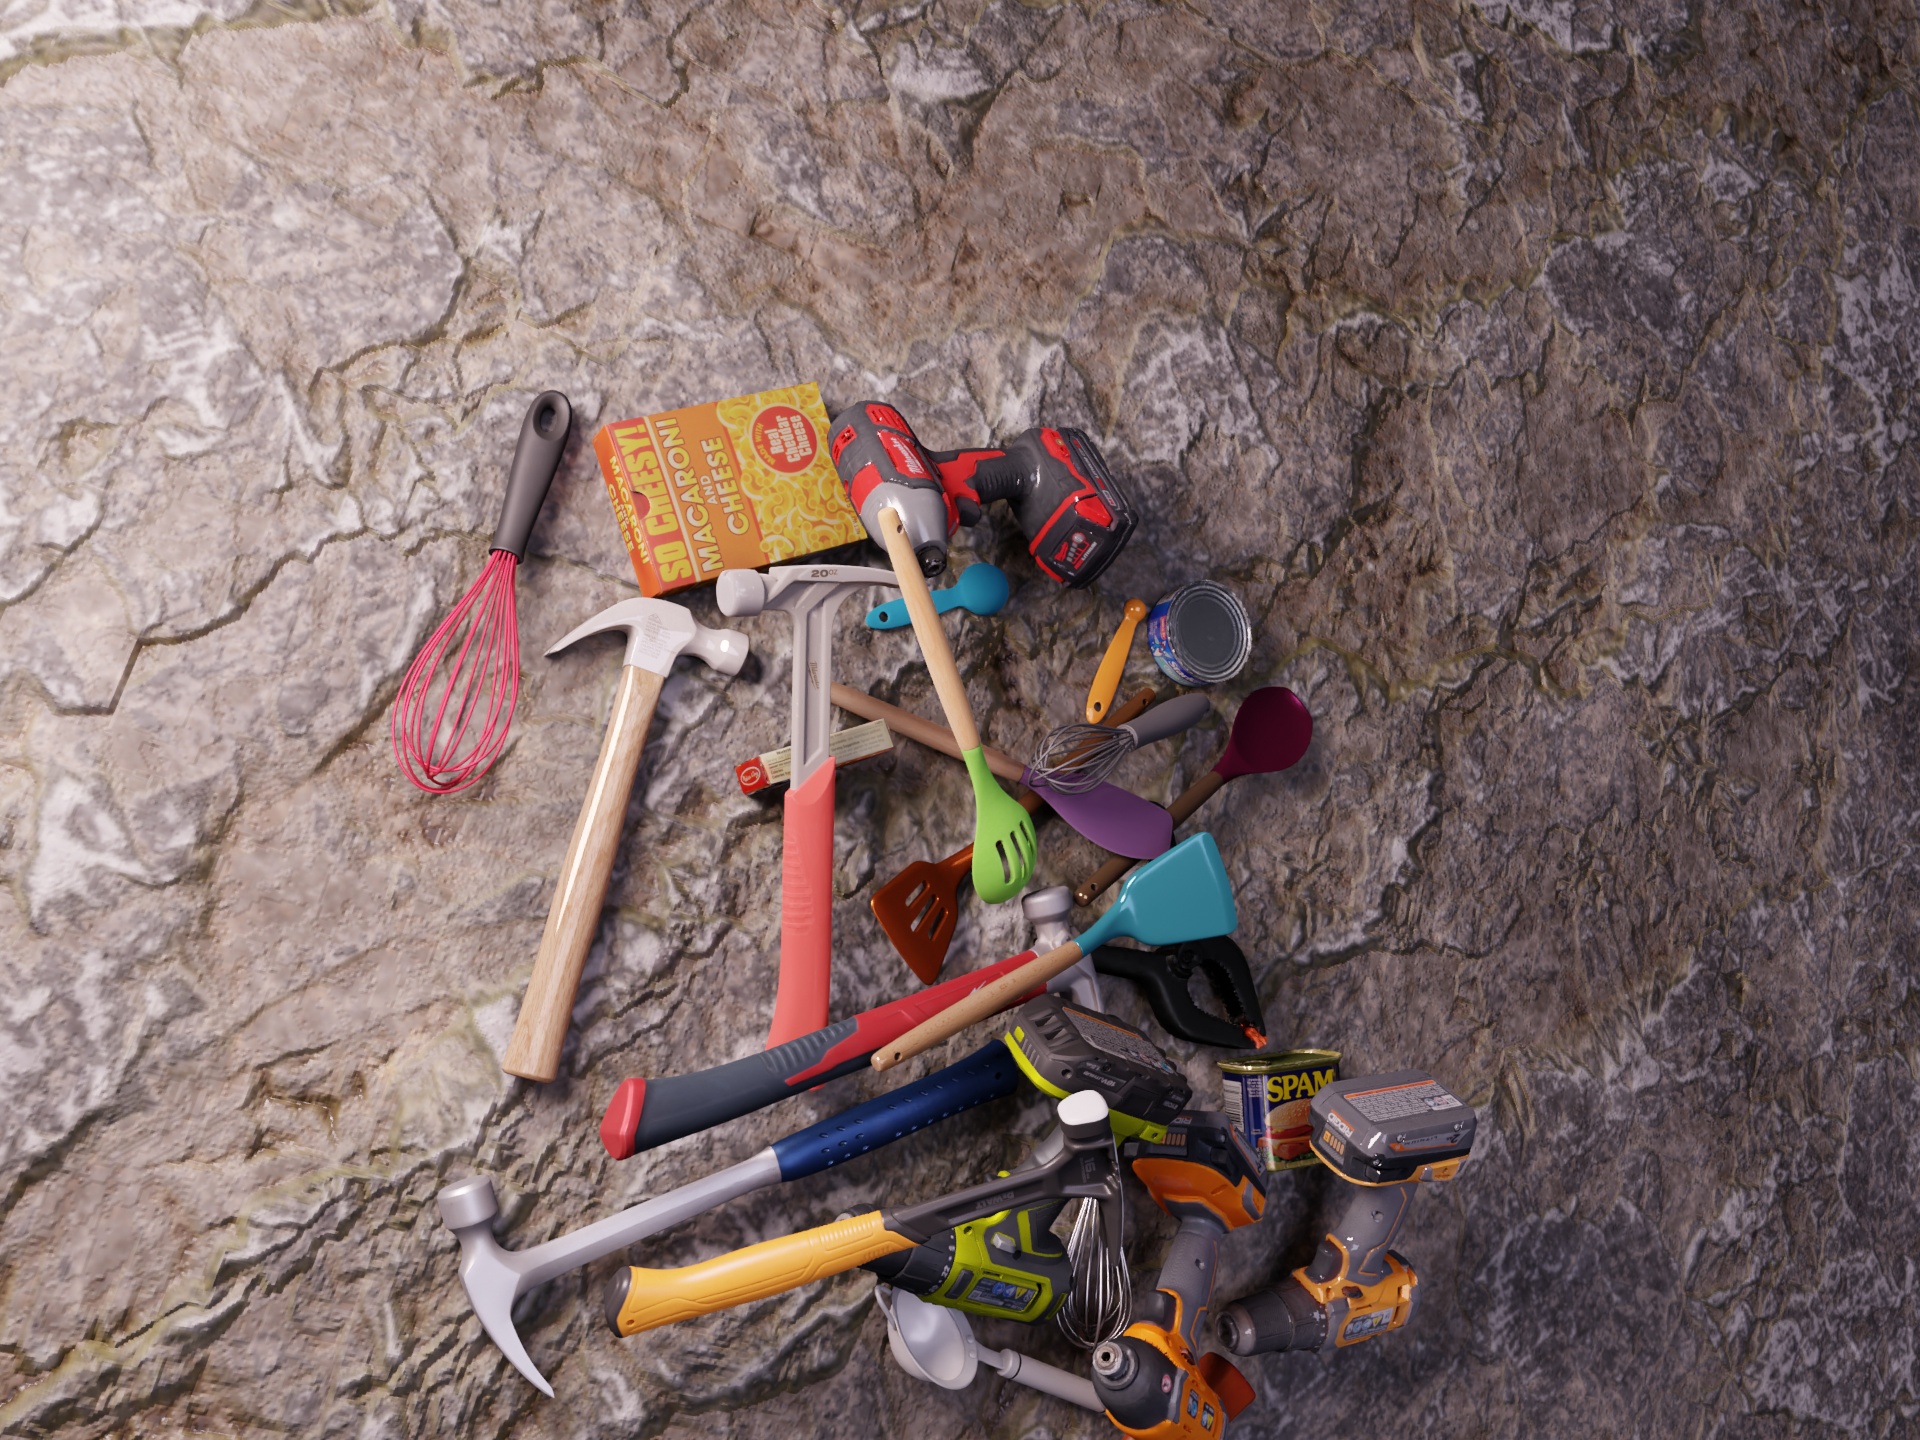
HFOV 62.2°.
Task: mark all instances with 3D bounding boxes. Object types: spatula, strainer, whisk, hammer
[{"bbox_3d":[0.022,0.032,1.191,0.315,0.018,0.060,24,51,-13],"label":"spatula"},{"bbox_3d":[0.052,0.070,1.216,0.322,0.041,0.081,-41,107,-28],"label":"spatula"},{"bbox_3d":[0.027,0.462,1.143,0.258,0.050,0.087,31,26,-26],"label":"strainer"},{"bbox_3d":[0.129,0.011,1.234,0.239,0.055,0.055,-20,92,-49],"label":"whisk"},{"bbox_3d":[-0.244,0.074,1.063,0.130,0.031,0.331,20,73,-24],"label":"hammer"},{"bbox_3d":[-0.305,-0.091,1.045,0.073,0.073,0.296,21,67,-24],"label":"whisk"},{"bbox_3d":[0.106,0.346,1.200,0.058,0.059,0.246,7,73,-3],"label":"whisk"},{"bbox_3d":[-0.058,0.337,1.019,0.337,0.034,0.127,-14,115,-9],"label":"hammer"},{"bbox_3d":[-0.135,0.312,1.082,0.405,0.035,0.144,-16,90,-29],"label":"hammer"},{"bbox_3d":[0.069,0.173,1.126,0.317,0.044,0.082,-24,101,-34],"label":"spatula"},{"bbox_3d":[-0.058,0.230,1.078,0.386,0.038,0.143,-14,90,-36],"label":"hammer"},{"bbox_3d":[-0.095,0.074,1.089,0.149,0.037,0.359,-3,98,-32],"label":"hammer"}]

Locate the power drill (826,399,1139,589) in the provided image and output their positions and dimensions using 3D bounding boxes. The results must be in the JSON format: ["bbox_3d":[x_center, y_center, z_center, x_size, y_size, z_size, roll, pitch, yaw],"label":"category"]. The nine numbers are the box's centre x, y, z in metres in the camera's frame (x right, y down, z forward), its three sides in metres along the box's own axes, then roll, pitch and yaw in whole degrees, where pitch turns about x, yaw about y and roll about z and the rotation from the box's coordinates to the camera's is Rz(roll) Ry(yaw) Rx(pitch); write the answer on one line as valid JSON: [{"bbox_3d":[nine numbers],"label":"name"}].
[{"bbox_3d":[0.017,-0.159,1.166,0.219,0.078,0.143,0,52,-39],"label":"power drill"}]

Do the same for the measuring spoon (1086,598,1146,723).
[{"bbox_3d":[0.127,-0.049,1.290,0.021,0.011,0.117,31,69,-21],"label":"measuring spoon"}]

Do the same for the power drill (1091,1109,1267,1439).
[{"bbox_3d":[0.152,0.400,1.144,0.164,0.084,0.227,52,44,-43],"label":"power drill"}]

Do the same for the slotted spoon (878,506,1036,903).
[{"bbox_3d":[-0.002,-0.004,1.110,0.070,0.031,0.313,-39,121,-37],"label":"slotted spoon"}]

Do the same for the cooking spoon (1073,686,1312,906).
[{"bbox_3d":[0.191,0.059,1.280,0.319,0.017,0.069,-36,87,-37],"label":"cooking spoon"}]

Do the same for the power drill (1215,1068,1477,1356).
[{"bbox_3d":[0.294,0.393,1.235,0.185,0.084,0.226,-1,113,-29],"label":"power drill"}]

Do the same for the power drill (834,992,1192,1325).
[{"bbox_3d":[0.035,0.307,1.093,0.190,0.080,0.228,27,102,-32],"label":"power drill"}]

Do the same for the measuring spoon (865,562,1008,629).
[{"bbox_3d":[-0.014,-0.092,1.216,0.128,0.021,0.042,-19,91,-30],"label":"measuring spoon"}]
